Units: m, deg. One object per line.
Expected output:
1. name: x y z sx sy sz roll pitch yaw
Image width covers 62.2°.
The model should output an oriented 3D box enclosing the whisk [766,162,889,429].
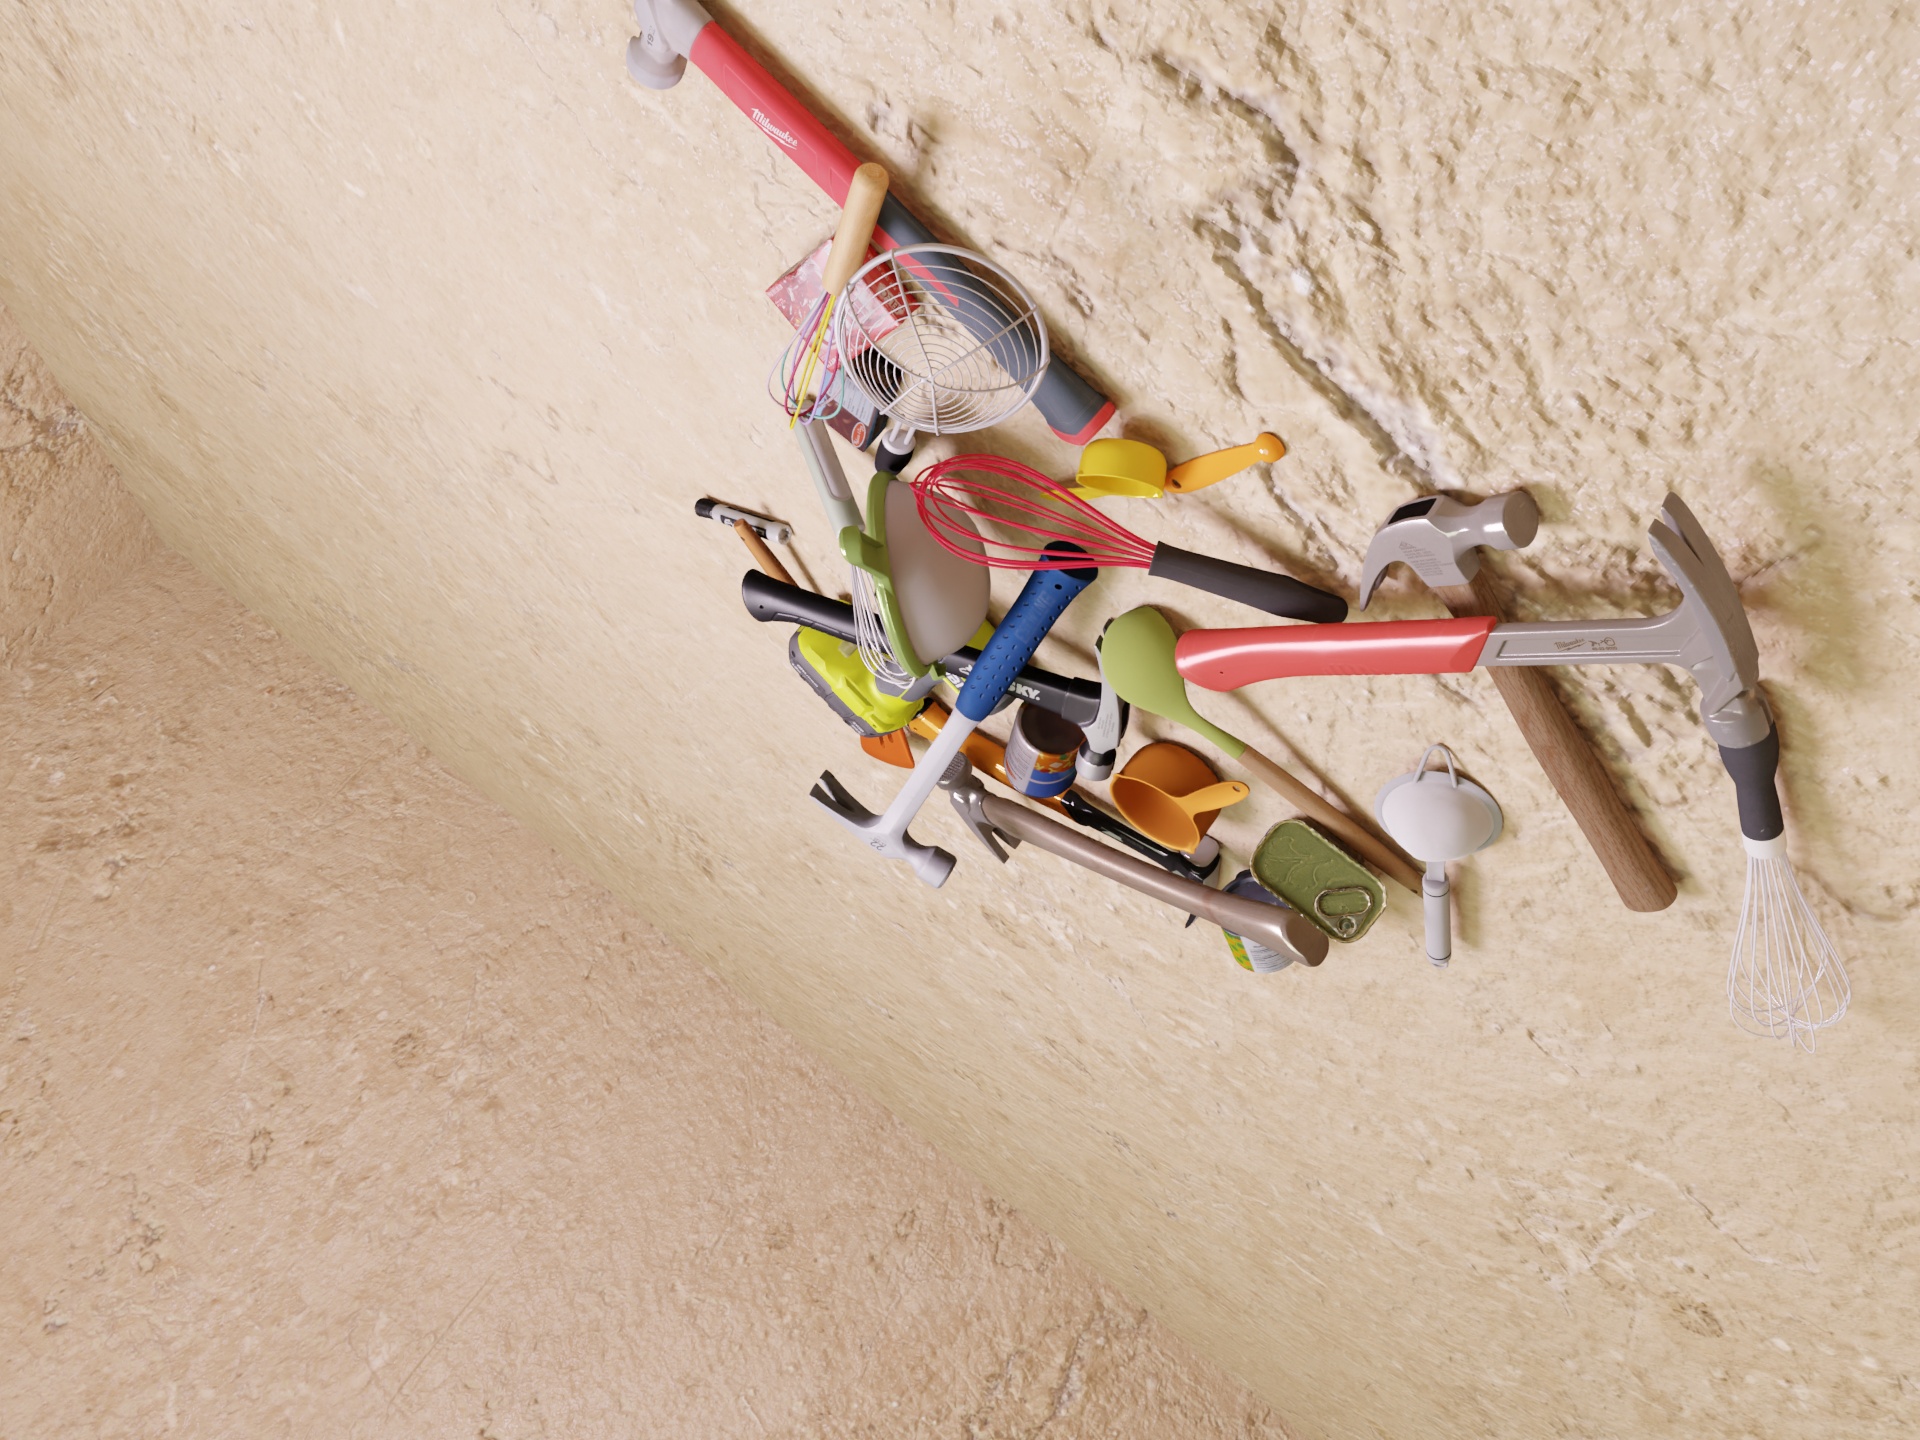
1. whisk: -0.083 -0.265 1.029 0.051 0.047 0.245 40 151 3

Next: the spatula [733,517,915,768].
1. spatula: -0.132 -0.071 1.530 0.081 0.041 0.322 17 152 44

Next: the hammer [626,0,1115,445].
1. hammer: -0.045 -0.321 0.981 0.386 0.038 0.143 43 155 -6

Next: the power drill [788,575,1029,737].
1. power drill: -0.056 -0.067 1.402 0.171 0.080 0.223 46 152 -14

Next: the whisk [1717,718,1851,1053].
1. whisk: 0.470 0.090 0.920 0.070 0.070 0.284 14 140 46

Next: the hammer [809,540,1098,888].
1. hammer: -0.002 -0.004 1.271 0.144 0.035 0.405 32 138 -2

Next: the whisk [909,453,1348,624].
1. whisk: 0.106 -0.111 1.031 0.296 0.073 0.073 17 153 7

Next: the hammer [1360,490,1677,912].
1. hammer: 0.348 -0.002 0.961 0.331 0.031 0.130 51 154 -24

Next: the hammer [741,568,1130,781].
1. hammer: -0.023 -0.060 1.282 0.335 0.035 0.146 19 136 12

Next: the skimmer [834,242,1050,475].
1. skimmer: -0.026 -0.221 1.054 0.127 0.090 0.363 19 179 -6

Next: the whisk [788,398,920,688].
1. whisk: -0.082 -0.139 1.235 0.059 0.058 0.246 -37 73 60

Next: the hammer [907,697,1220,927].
1. hammer: 0.089 0.074 1.478 0.337 0.034 0.127 30 154 22

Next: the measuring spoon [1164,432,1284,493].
1. measuring spoon: 0.160 -0.157 0.994 0.021 0.011 0.117 48 156 -16

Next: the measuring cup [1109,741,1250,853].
1. measuring cup: 0.190 0.051 1.268 0.095 0.052 0.173 45 154 -10

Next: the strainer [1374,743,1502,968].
1. strainer: 0.345 0.115 1.150 0.087 0.050 0.258 7 144 23

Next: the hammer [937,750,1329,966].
1. hammer: 0.145 0.133 1.385 0.411 0.038 0.146 21 156 44

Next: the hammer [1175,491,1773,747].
1. hammer: 0.262 -0.049 0.912 0.359 0.037 0.149 1 136 50

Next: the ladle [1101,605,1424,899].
1. ladle: 0.235 0.029 1.188 0.320 0.062 0.078 36 157 -8

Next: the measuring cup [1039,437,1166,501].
1. measuring cup: 0.088 -0.166 1.068 0.062 0.029 0.156 12 180 -19

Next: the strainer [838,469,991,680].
1. strainer: -0.024 -0.110 1.088 0.256 0.069 0.151 6 -105 -81
